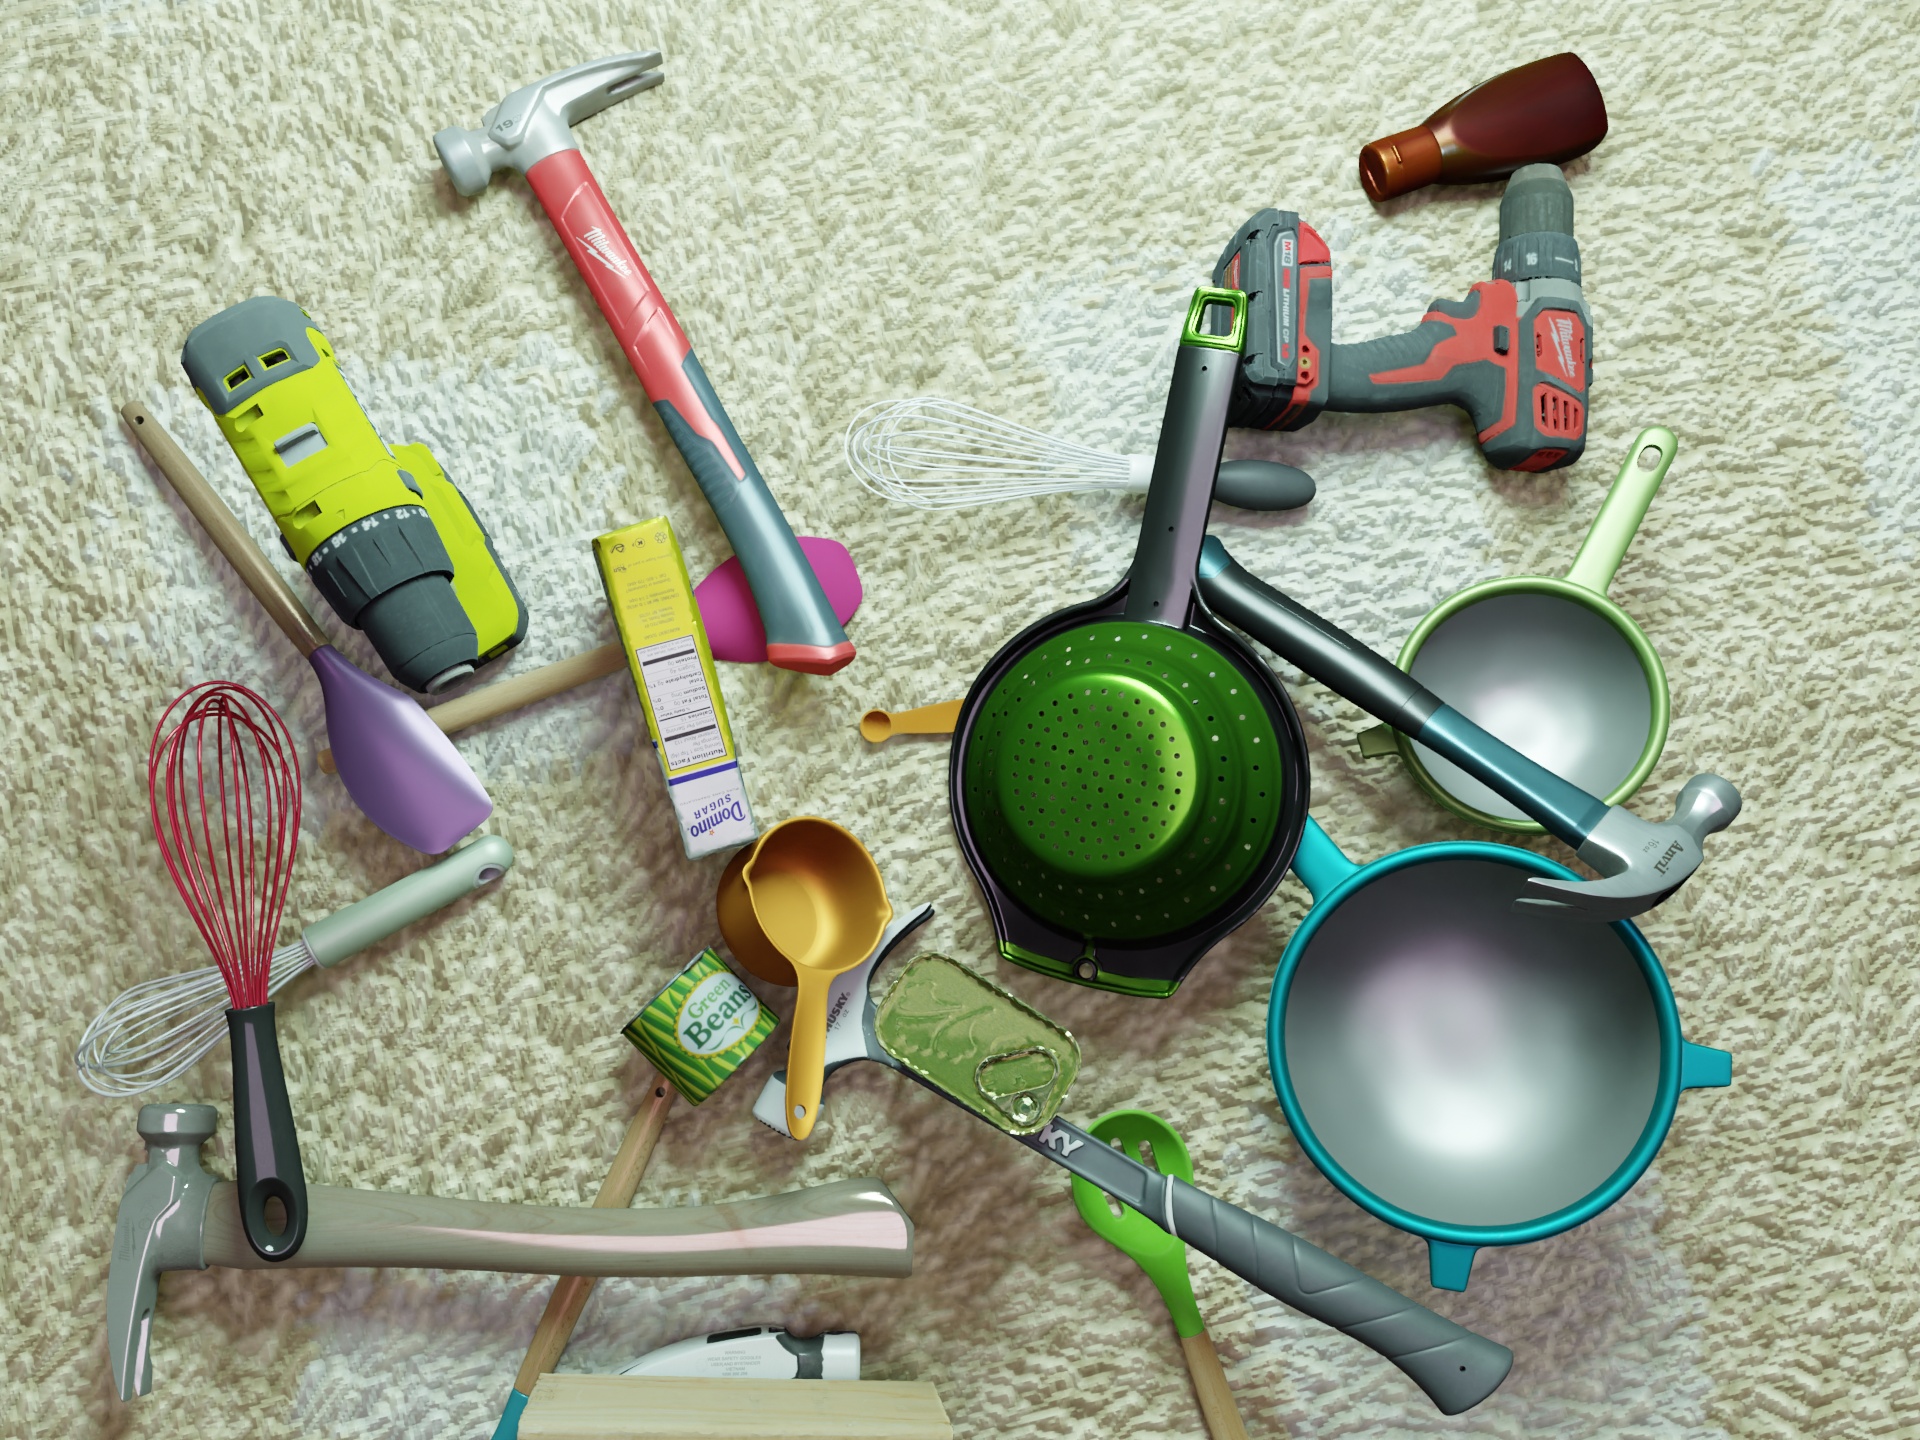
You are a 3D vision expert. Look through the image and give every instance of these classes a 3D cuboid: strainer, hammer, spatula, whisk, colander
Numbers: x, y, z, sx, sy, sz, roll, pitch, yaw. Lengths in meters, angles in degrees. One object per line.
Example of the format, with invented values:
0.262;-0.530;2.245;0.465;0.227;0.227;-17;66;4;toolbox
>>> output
0.351;-0.050;0.929;0.151;0.069;0.256;27;84;19;strainer
0.097;0.244;0.851;0.409;0.036;0.149;27;78;11;hammer
-0.219;0.334;0.844;0.082;0.044;0.317;23;80;2;spatula
-0.151;-0.203;0.914;0.143;0.038;0.386;-29;83;-10;hammer
0.239;0.127;0.897;0.211;0.095;0.340;-40;74;5;strainer
0.073;-0.147;0.932;0.284;0.070;0.070;4;82;-9;whisk
-0.356;0.127;0.858;0.246;0.057;0.059;-28;60;-13;whisk
-0.230;0.280;0.830;0.410;0.038;0.146;2;76;-1;hammer
0.249;-0.008;0.878;0.331;0.033;0.128;37;62;23;hammer
0.097;-0.049;0.852;0.204;0.094;0.397;11;89;16;colander
-0.372;-0.055;0.880;0.060;0.018;0.316;-38;83;-11;spatula
-0.128;0.496;0.837;0.146;0.035;0.335;1;83;-6;hammer
-0.362;0.126;0.807;0.073;0.073;0.296;-8;87;-7;whisk

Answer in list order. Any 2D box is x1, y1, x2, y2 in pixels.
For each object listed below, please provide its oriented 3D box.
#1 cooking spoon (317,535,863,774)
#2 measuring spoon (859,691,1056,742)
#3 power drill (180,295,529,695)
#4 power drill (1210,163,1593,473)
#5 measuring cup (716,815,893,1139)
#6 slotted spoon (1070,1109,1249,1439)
-0.208;-0.032;0.905;0.319;0.017;0.069;-21;86;-8;cooking spoon
-0.001;-0.003;0.927;0.117;0.011;0.021;-7;94;-10;measuring spoon
-0.286;-0.087;0.797;0.080;0.228;0.190;-31;87;-9;power drill
0.270;-0.251;0.953;0.226;0.080;0.188;4;82;-8;power drill
-0.091;0.139;0.850;0.095;0.052;0.174;20;60;-32;measuring cup
0.136;0.365;0.884;0.070;0.031;0.314;-20;87;-8;slotted spoon
